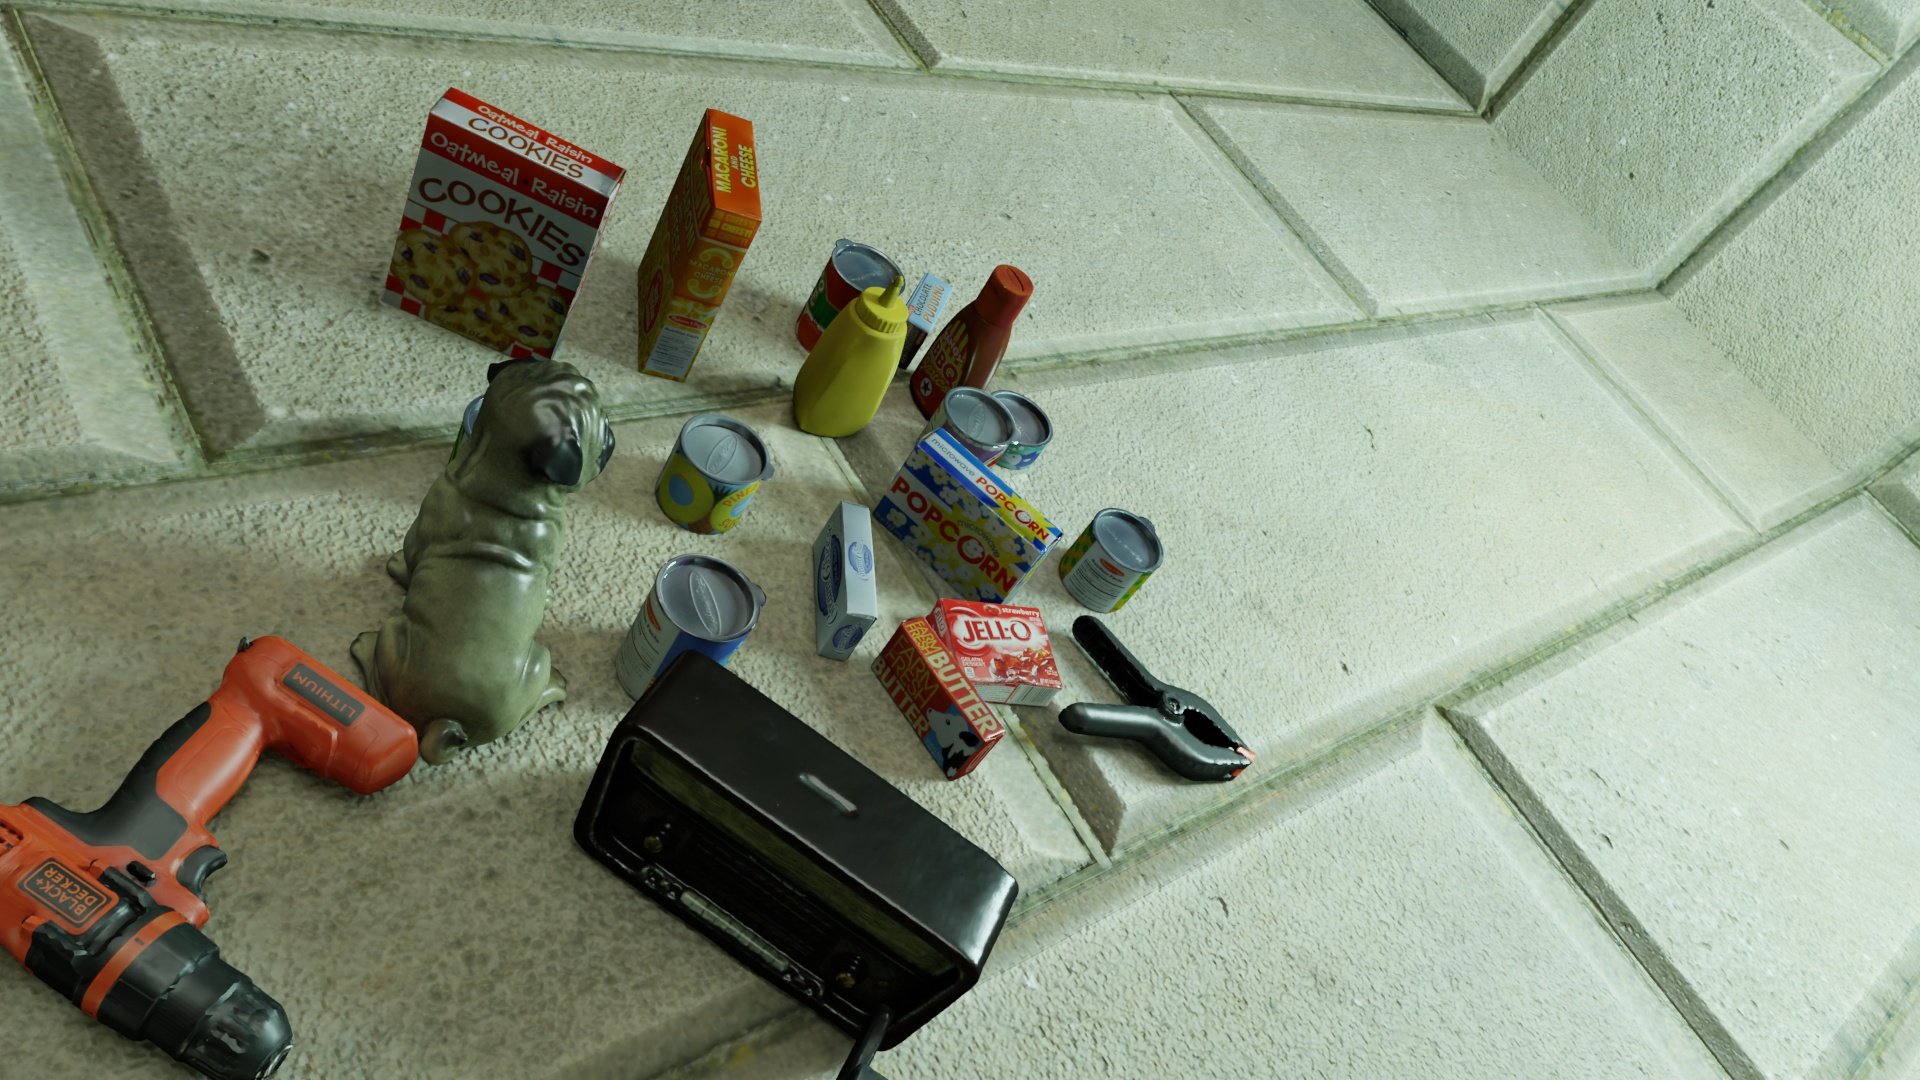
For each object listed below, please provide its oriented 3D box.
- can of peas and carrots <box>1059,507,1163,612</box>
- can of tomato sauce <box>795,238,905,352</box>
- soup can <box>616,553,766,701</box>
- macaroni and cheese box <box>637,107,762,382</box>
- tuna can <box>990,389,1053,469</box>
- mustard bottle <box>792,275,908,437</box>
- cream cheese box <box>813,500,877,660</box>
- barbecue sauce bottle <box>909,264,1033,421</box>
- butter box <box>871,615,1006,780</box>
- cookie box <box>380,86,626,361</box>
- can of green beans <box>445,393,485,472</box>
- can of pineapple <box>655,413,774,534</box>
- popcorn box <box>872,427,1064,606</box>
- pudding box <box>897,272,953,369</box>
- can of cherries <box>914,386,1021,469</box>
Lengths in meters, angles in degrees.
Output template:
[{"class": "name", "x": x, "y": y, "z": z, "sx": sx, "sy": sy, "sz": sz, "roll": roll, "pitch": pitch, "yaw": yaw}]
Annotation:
[{"class": "can of peas and carrots", "x": 0.123, "y": 0.015, "z": 1.131, "sx": 0.071, "sy": 0.058, "sz": 0.071, "roll": 19, "pitch": 43, "yaw": -19}, {"class": "can of tomato sauce", "x": -0.095, "y": -0.198, "z": 1.165, "sx": 0.071, "sy": 0.082, "sz": 0.071, "roll": 19, "pitch": 43, "yaw": -19}, {"class": "soup can", "x": -0.168, "y": 0.059, "z": 0.866, "sx": 0.071, "sy": 0.083, "sz": 0.072, "roll": 19, "pitch": 43, "yaw": -19}, {"class": "macaroni and cheese box", "x": -0.201, "y": -0.221, "z": 1.049, "sx": 0.040, "sy": 0.165, "sz": 0.124, "roll": 12, "pitch": 46, "yaw": -26}, {"class": "tuna can", "x": 0.042, "y": -0.095, "z": 1.200, "sx": 0.071, "sy": 0.032, "sz": 0.071, "roll": 19, "pitch": 43, "yaw": -19}, {"class": "mustard bottle", "x": -0.077, "y": -0.146, "z": 1.069, "sx": 0.065, "sy": 0.159, "sz": 0.049, "roll": 5, "pitch": 49, "yaw": -32}, {"class": "cream cheese box", "x": -0.082, "y": 0.028, "z": 0.979, "sx": 0.024, "sy": 0.053, "sz": 0.104, "roll": 15, "pitch": 45, "yaw": -24}, {"class": "barbecue sauce bottle", "x": 0.011, "y": -0.163, "z": 1.155, "sx": 0.044, "sy": 0.147, "sz": 0.065, "roll": -4, "pitch": 54, "yaw": -37}, {"class": "butter box", "x": -0.017, "y": 0.107, "z": 0.949, "sx": 0.024, "sy": 0.052, "sz": 0.104, "roll": -17, "pitch": 62, "yaw": -44}, {"class": "cookie box", "x": -0.317, "y": -0.210, "z": 0.957, "sx": 0.123, "sy": 0.166, "sz": 0.040, "roll": 24, "pitch": 42, "yaw": -14}, {"class": "can of green beans", "x": -0.296, "y": -0.054, "z": 0.906, "sx": 0.071, "sy": 0.057, "sz": 0.071, "roll": 19, "pitch": 43, "yaw": -19}, {"class": "can of pineapple", "x": -0.175, "y": -0.045, "z": 0.982, "sx": 0.071, "sy": 0.057, "sz": 0.071, "roll": 19, "pitch": 43, "yaw": -19}, {"class": "popcorn box", "x": 0.004, "y": -0.013, "z": 1.054, "sx": 0.127, "sy": 0.084, "sz": 0.038, "roll": 41, "pitch": 40, "yaw": 6}, {"class": "pudding box", "x": -0.039, "y": -0.195, "z": 1.227, "sx": 0.030, "sy": 0.049, "sz": 0.084, "roll": 30, "pitch": 40, "yaw": -7}, {"class": "can of cherries", "x": 0.006, "y": -0.082, "z": 1.143, "sx": 0.071, "sy": 0.058, "sz": 0.072, "roll": 19, "pitch": 43, "yaw": -19}]
